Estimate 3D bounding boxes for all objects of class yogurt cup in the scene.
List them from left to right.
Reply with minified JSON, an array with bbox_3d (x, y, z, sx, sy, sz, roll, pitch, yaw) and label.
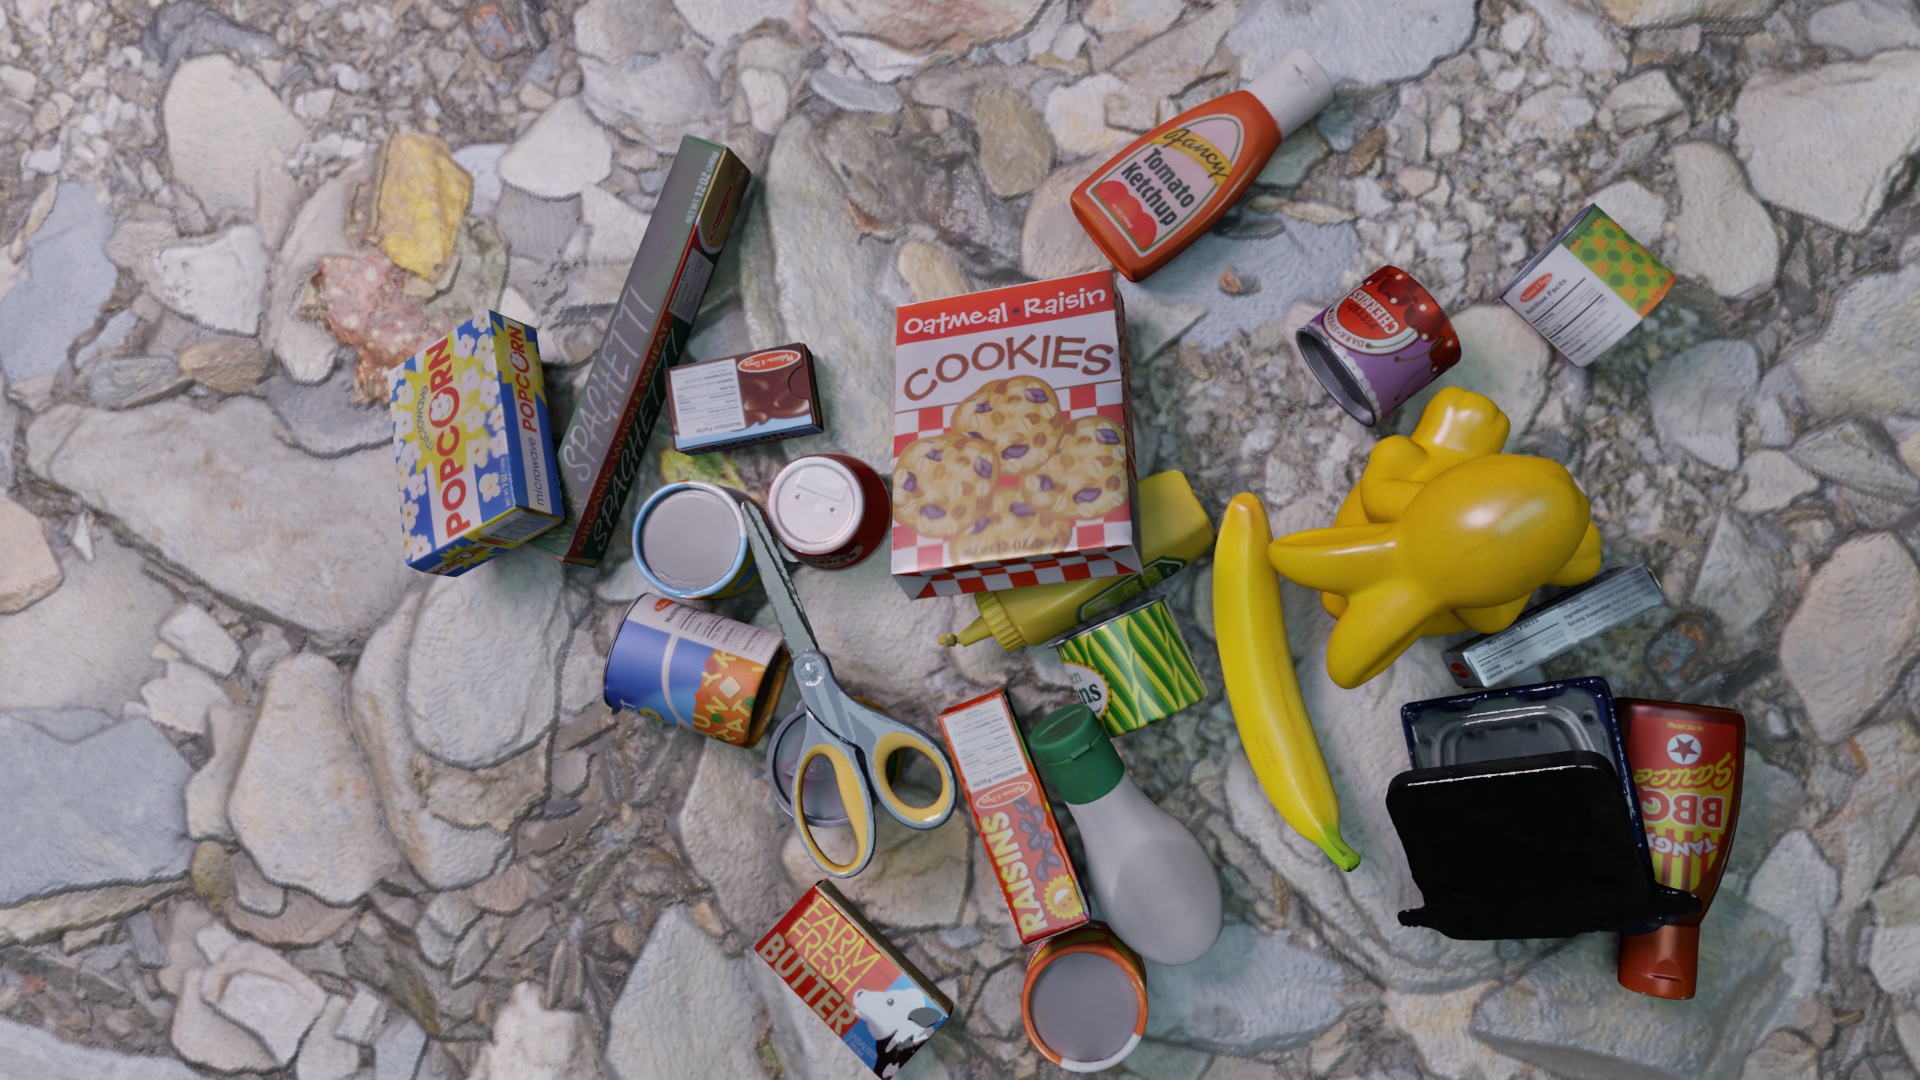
[{"bbox_3d":[-0.075,-0.018,0.770,0.072,0.054,0.072,0,86,5],"label":"yogurt cup"}]

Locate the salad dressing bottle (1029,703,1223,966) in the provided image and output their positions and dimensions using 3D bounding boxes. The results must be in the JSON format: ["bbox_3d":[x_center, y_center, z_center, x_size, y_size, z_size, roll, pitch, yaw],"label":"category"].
[{"bbox_3d":[0.085,0.152,0.720,0.064,0.044,0.147,-32,108,-7],"label":"salad dressing bottle"}]

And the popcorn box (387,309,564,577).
[{"bbox_3d":[-0.271,-0.053,0.773,0.085,0.038,0.127,-25,66,24],"label":"popcorn box"}]

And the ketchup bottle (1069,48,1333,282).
[{"bbox_3d":[0.136,-0.210,0.766,0.149,0.043,0.065,-38,83,2],"label":"ketchup bottle"}]

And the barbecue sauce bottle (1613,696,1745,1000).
[{"bbox_3d":[0.365,0.158,0.718,0.065,0.043,0.148,5,87,13],"label":"barbecue sauce bottle"}]

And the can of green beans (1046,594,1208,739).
[{"bbox_3d":[0.091,0.068,0.741,0.071,0.071,0.058,-23,85,4],"label":"can of green beans"}]

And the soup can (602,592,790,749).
[{"bbox_3d":[-0.145,0.075,0.766,0.084,0.071,0.071,17,89,6],"label":"soup can"}]

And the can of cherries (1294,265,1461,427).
[{"bbox_3d":[0.221,-0.104,0.736,0.058,0.071,0.071,-37,84,3],"label":"can of cherries"}]

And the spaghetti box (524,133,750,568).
[{"bbox_3d":[-0.182,-0.106,0.789,0.029,0.050,0.250,21,89,9],"label":"spaghetti box"}]

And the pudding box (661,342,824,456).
[{"bbox_3d":[-0.123,-0.079,0.791,0.084,0.030,0.049,-10,84,5],"label":"pudding box"}]

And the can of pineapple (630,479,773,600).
[{"bbox_3d":[-0.144,0.002,0.774,0.071,0.058,0.071,0,87,6],"label":"can of pineapple"}]

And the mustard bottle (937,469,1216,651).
[{"bbox_3d":[0.059,0.020,0.750,0.160,0.065,0.049,-31,70,8],"label":"mustard bottle"}]

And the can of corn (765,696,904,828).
[{"bbox_3d":[-0.067,0.117,0.758,0.071,0.058,0.071,0,87,6],"label":"can of corn"}]

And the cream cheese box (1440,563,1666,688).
[{"bbox_3d":[0.309,0.046,0.726,0.104,0.053,0.024,-27,83,4],"label":"cream cheese box"}]

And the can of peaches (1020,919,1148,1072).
[{"bbox_3d":[0.065,0.238,0.737,0.071,0.058,0.071,0,87,6],"label":"can of peaches"}]

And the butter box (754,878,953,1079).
[{"bbox_3d":[-0.059,0.241,0.766,0.103,0.024,0.053,43,91,7],"label":"butter box"}]

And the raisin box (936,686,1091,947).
[{"bbox_3d":[0.029,0.142,0.733,0.040,0.086,0.123,-21,85,0],"label":"raisin box"}]

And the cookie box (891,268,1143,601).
[{"bbox_3d":[0.028,-0.057,0.732,0.123,0.040,0.168,-7,62,13],"label":"cookie box"}]

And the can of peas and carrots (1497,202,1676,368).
[{"bbox_3d":[0.330,-0.135,0.731,0.059,0.071,0.071,45,92,6],"label":"can of peas and carrots"}]
